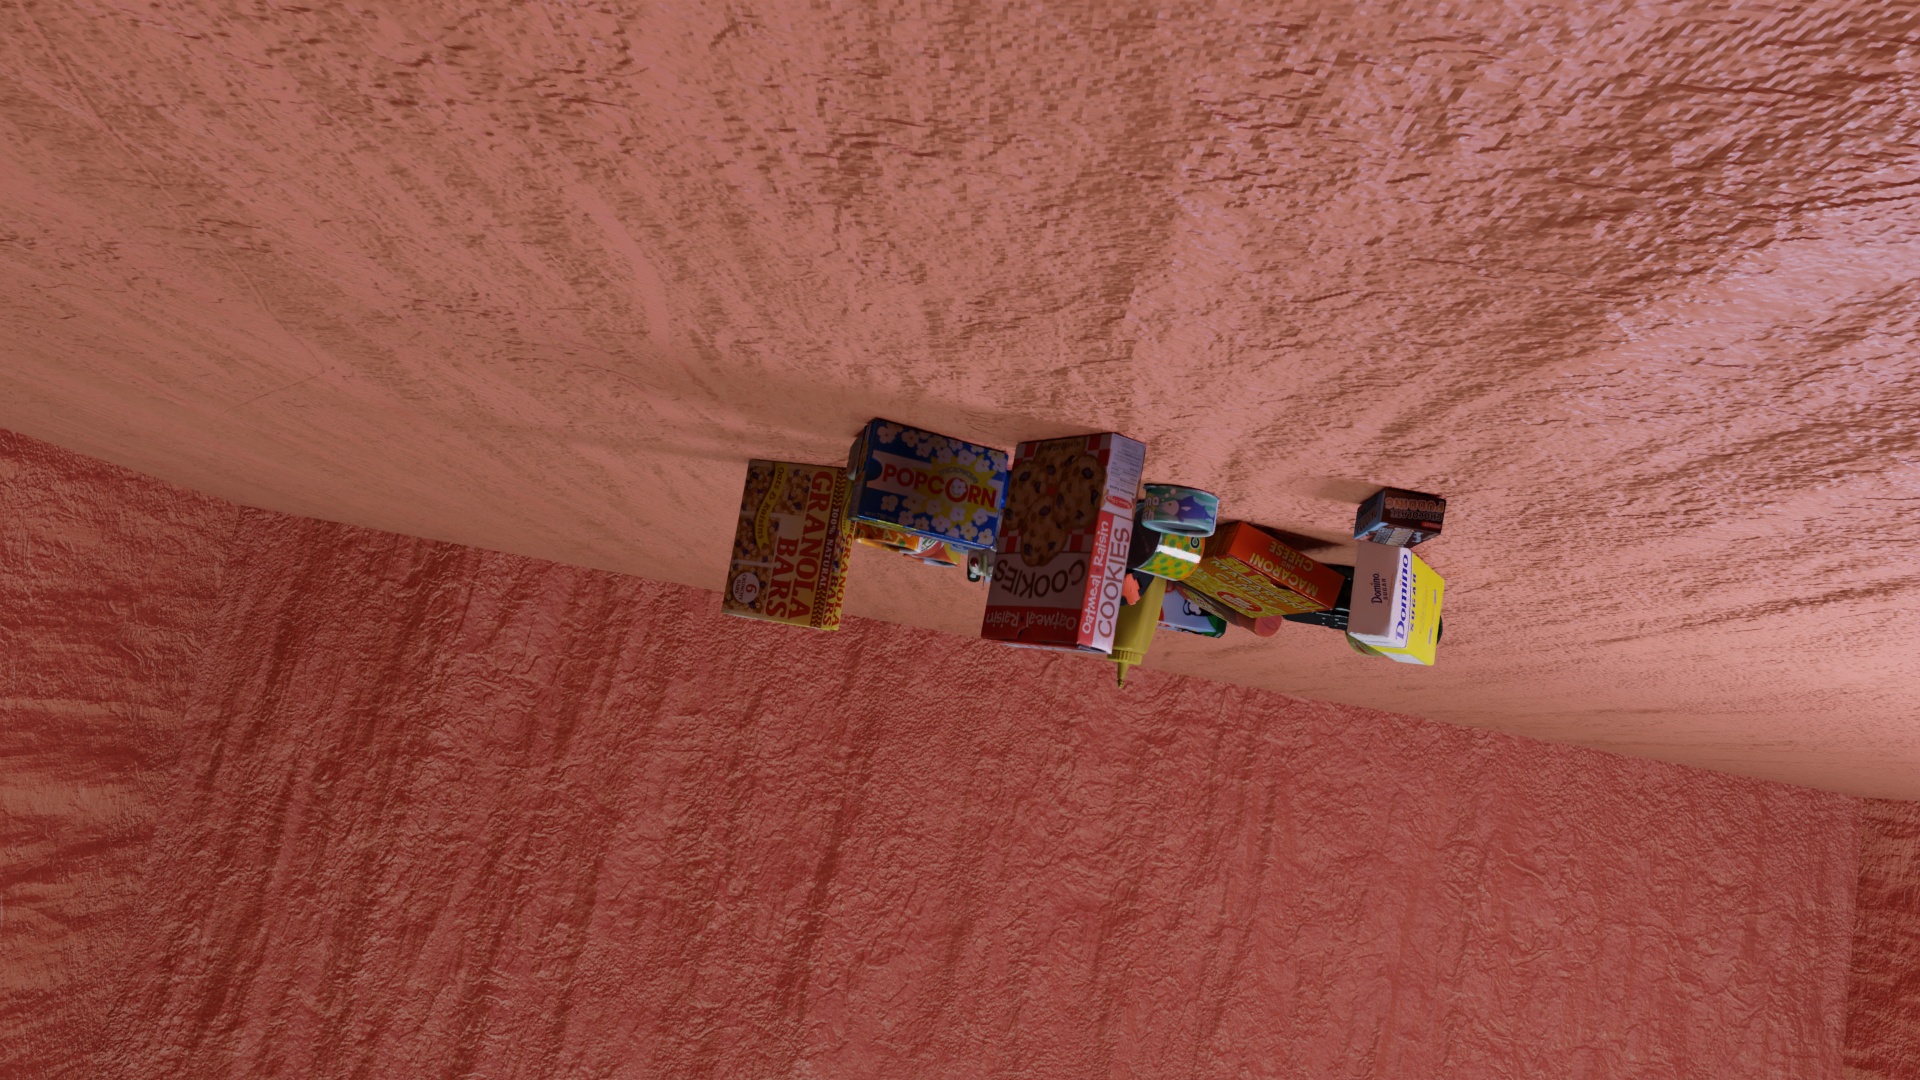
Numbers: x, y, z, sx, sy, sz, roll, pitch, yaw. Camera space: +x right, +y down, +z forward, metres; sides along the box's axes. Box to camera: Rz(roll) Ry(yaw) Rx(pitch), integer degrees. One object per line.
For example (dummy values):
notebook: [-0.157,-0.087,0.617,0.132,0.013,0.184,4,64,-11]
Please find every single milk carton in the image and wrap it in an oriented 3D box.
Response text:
milk carton: [0.227,0.064,1.677,0.191,0.073,0.072,10,172,6]

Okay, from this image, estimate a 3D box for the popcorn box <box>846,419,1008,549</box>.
popcorn box: [-0.027,-0.046,1.188,0.127,0.085,0.038,13,172,-21]

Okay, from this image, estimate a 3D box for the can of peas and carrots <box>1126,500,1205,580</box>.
can of peas and carrots: [0.189,-0.001,1.307,0.059,0.071,0.071,16,170,-33]

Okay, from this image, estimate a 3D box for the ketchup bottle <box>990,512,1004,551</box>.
ketchup bottle: [0.089,-0.006,1.306,0.149,0.065,0.043,2,157,-42]

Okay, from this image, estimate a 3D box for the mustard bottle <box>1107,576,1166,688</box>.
mustard bottle: [0.194,0.090,1.592,0.065,0.160,0.049,7,172,31]

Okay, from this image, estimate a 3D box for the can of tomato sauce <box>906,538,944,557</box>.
can of tomato sauce: [-0.053,-0.019,1.466,0.071,0.071,0.083,8,172,16]

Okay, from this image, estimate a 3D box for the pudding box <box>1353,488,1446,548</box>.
pudding box: [0.349,-0.017,1.109,0.050,0.030,0.083,11,172,2]

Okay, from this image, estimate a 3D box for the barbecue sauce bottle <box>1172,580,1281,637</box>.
barbecue sauce bottle: [0.301,0.068,1.556,0.065,0.043,0.149,36,178,-29]

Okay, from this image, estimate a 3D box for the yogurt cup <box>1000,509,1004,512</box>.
yogurt cup: [0.027,-0.028,1.332,0.072,0.072,0.054,4,177,39]

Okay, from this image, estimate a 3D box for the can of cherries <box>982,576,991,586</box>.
can of cherries: [0.060,0.023,1.612,0.058,0.071,0.071,10,172,-1]

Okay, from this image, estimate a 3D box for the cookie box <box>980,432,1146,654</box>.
cookie box: [0.079,0.003,1.101,0.040,0.167,0.123,17,169,-34]

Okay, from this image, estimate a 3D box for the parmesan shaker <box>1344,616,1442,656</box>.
parmesan shaker: [0.503,0.101,1.606,0.071,0.071,0.103,12,171,-14]

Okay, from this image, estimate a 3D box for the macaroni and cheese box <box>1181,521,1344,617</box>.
macaroni and cheese box: [0.288,0.033,1.398,0.124,0.040,0.166,27,168,-11]

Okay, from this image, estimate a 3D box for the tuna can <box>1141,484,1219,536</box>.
tuna can: [0.193,-0.026,1.234,0.071,0.033,0.071,10,172,2]

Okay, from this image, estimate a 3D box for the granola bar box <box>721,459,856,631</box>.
granola bar box: [-0.174,0.005,1.445,0.124,0.165,0.039,6,173,25]

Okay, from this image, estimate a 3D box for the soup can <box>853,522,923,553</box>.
soup can: [-0.065,-0.035,1.316,0.071,0.084,0.071,11,172,2]

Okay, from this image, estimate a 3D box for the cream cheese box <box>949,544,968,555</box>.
cream cheese box: [0.005,-0.018,1.455,0.024,0.053,0.103,13,172,3]

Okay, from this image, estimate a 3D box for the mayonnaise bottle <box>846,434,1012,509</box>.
mayonnaise bottle: [-0.024,-0.060,1.244,0.148,0.041,0.064,12,172,-15]

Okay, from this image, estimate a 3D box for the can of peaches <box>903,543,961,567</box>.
can of peaches: [-0.030,-0.004,1.581,0.071,0.058,0.071,10,172,2]
